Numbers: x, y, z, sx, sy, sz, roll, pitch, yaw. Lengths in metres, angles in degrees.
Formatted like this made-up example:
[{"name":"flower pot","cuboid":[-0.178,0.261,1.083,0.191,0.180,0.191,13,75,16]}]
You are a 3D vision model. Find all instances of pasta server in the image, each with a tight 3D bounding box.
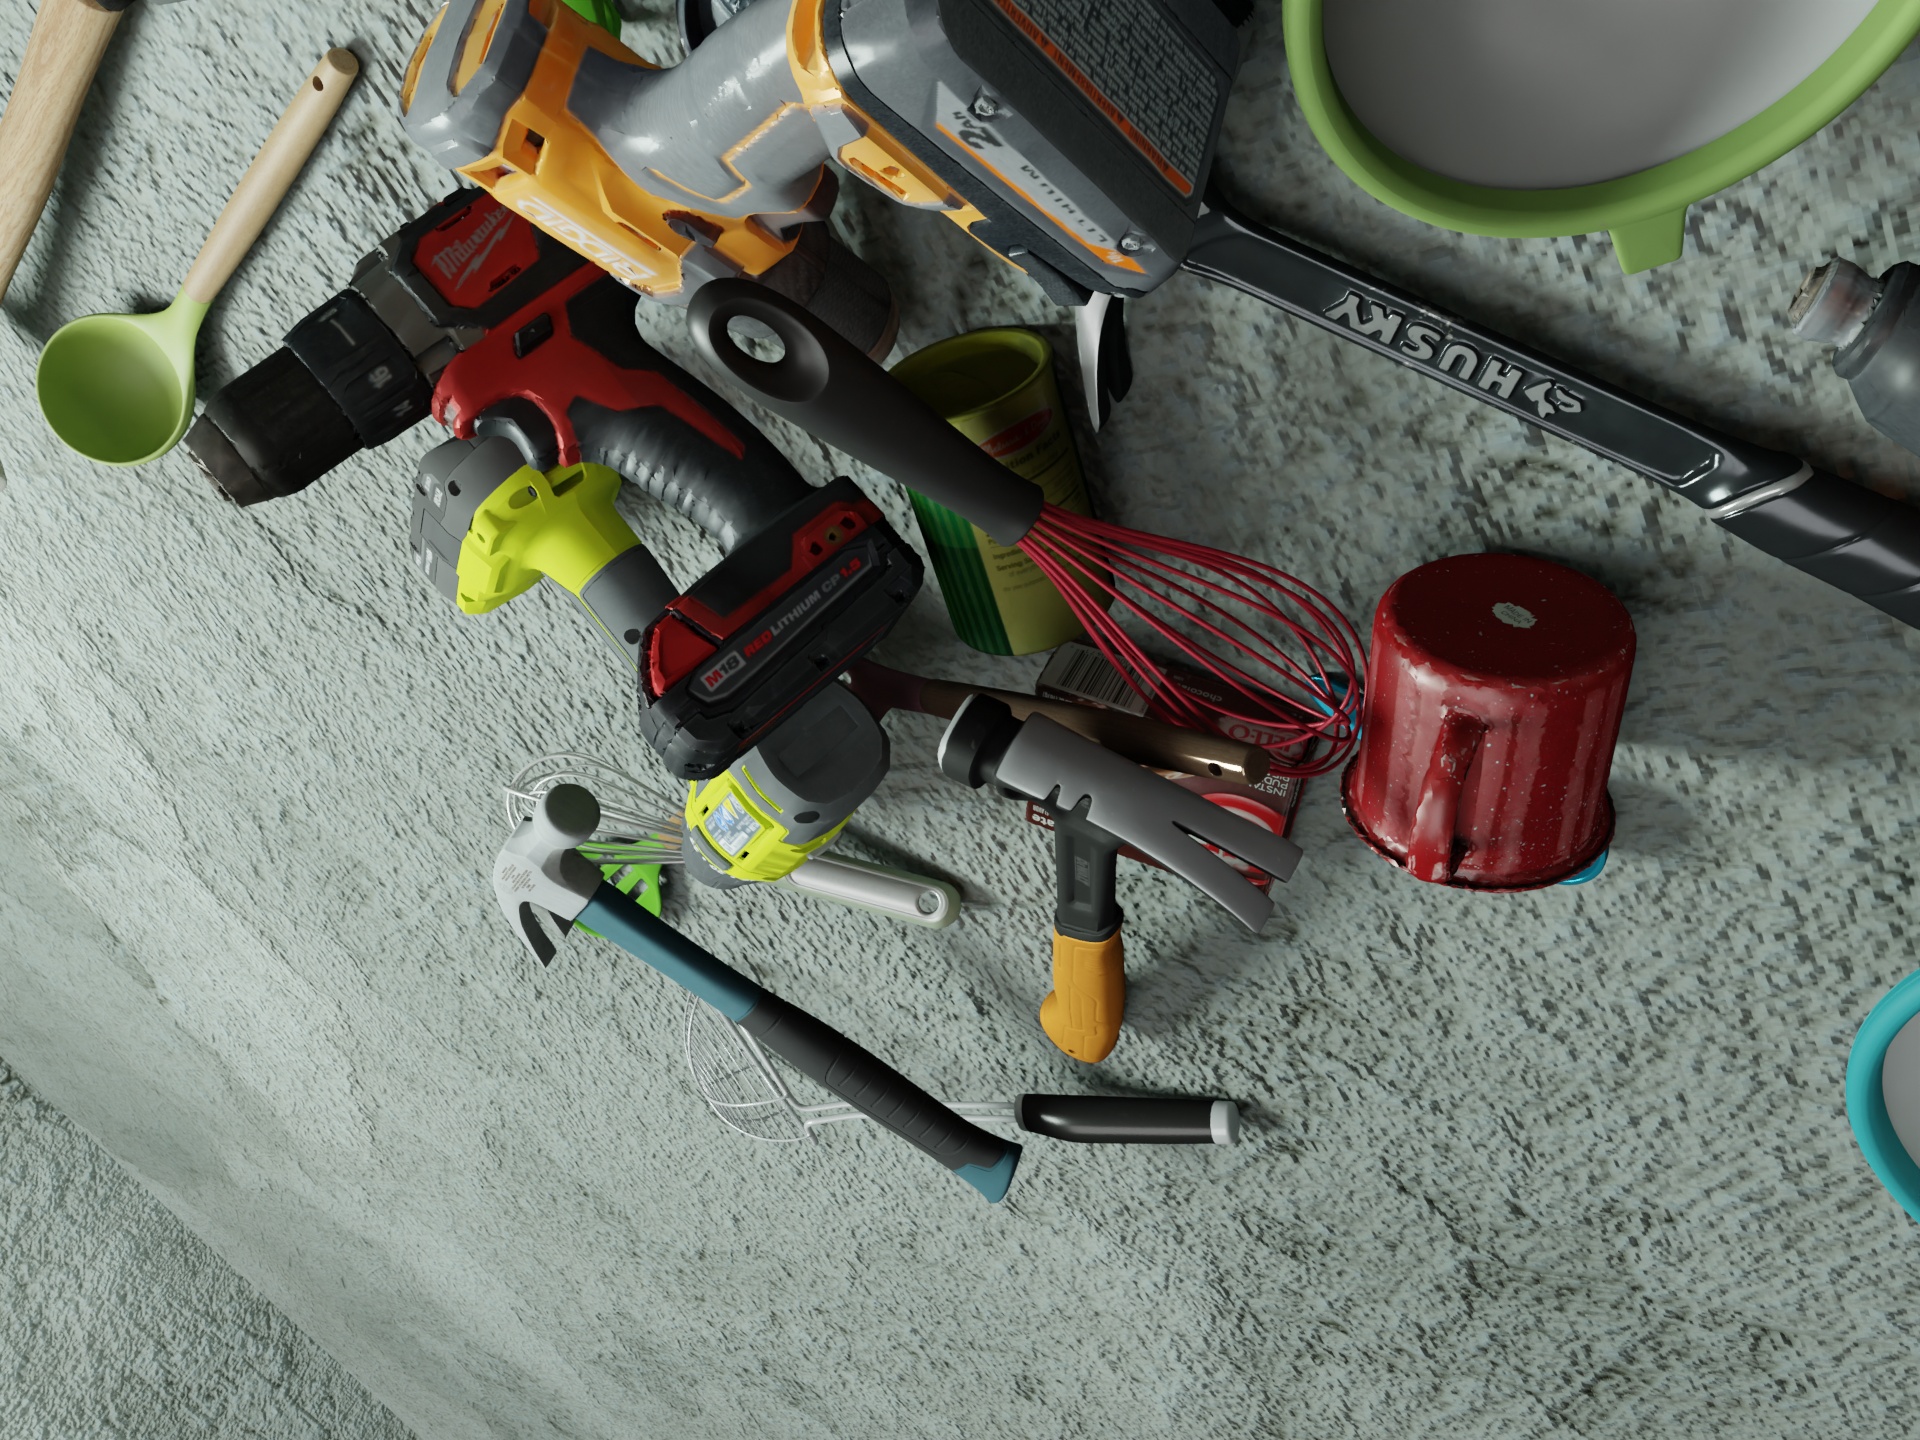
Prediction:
[{"name":"pasta server","cuboid":[-0.001,-0.002,0.641,0.316,0.040,0.060,13,132,53]}]

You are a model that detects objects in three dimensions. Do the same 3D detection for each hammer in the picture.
[{"name":"hammer","cuboid":[-0.099,0.157,0.835,0.331,0.033,0.128,37,139,-13]},{"name":"hammer","cuboid":[-0.460,-0.244,0.765,0.331,0.031,0.130,-33,75,42]},{"name":"hammer","cuboid":[0.216,-0.074,0.477,0.409,0.036,0.149,28,142,8]},{"name":"hammer","cuboid":[0.062,0.096,0.683,0.127,0.034,0.336,27,159,16]}]

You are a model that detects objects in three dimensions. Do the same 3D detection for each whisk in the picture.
[{"name":"whisk","cuboid":[-0.119,0.067,0.826,0.246,0.058,0.059,15,176,2]},{"name":"whisk","cuboid":[0.035,-0.060,0.535,0.295,0.073,0.073,30,146,-28]}]

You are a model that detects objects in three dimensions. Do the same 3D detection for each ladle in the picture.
[{"name":"ladle","cuboid":[-0.354,-0.209,0.736,0.320,0.062,0.078,-25,105,45]}]

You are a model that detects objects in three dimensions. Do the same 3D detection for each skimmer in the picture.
[{"name":"skimmer","cuboid":[-0.011,0.204,0.932,0.363,0.090,0.127,-5,127,26]}]

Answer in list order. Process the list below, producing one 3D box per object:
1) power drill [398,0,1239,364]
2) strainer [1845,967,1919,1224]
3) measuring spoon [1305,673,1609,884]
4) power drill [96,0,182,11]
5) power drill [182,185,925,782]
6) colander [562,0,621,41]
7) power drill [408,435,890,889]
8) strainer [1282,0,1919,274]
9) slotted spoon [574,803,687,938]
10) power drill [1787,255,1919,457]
[{"name":"power drill","cuboid":[-0.032,-0.162,0.469,0.226,0.084,0.185,5,166,43]},{"name":"strainer","cuboid":[0.407,0.149,0.524,0.211,0.095,0.340,14,140,29]},{"name":"measuring spoon","cuboid":[0.190,0.015,0.607,0.129,0.021,0.042,36,145,14]},{"name":"power drill","cuboid":[-0.270,-0.337,0.481,0.143,0.079,0.219,-35,111,6]},{"name":"power drill","cuboid":[-0.144,-0.083,0.582,0.226,0.188,0.080,50,165,0]},{"name":"colander","cuboid":[-0.119,-0.344,0.392,0.094,0.205,0.396,-12,148,2]},{"name":"power drill","cuboid":[-0.142,-0.022,0.715,0.228,0.080,0.190,49,152,0]},{"name":"strainer","cuboid":[0.096,-0.200,0.353,0.256,0.069,0.151,10,145,-14]},{"name":"slotted spoon","cuboid":[-0.148,0.058,0.884,0.070,0.031,0.313,44,139,-11]},{"name":"power drill","cuboid":[0.299,-0.122,0.332,0.164,0.084,0.226,27,145,11]}]
